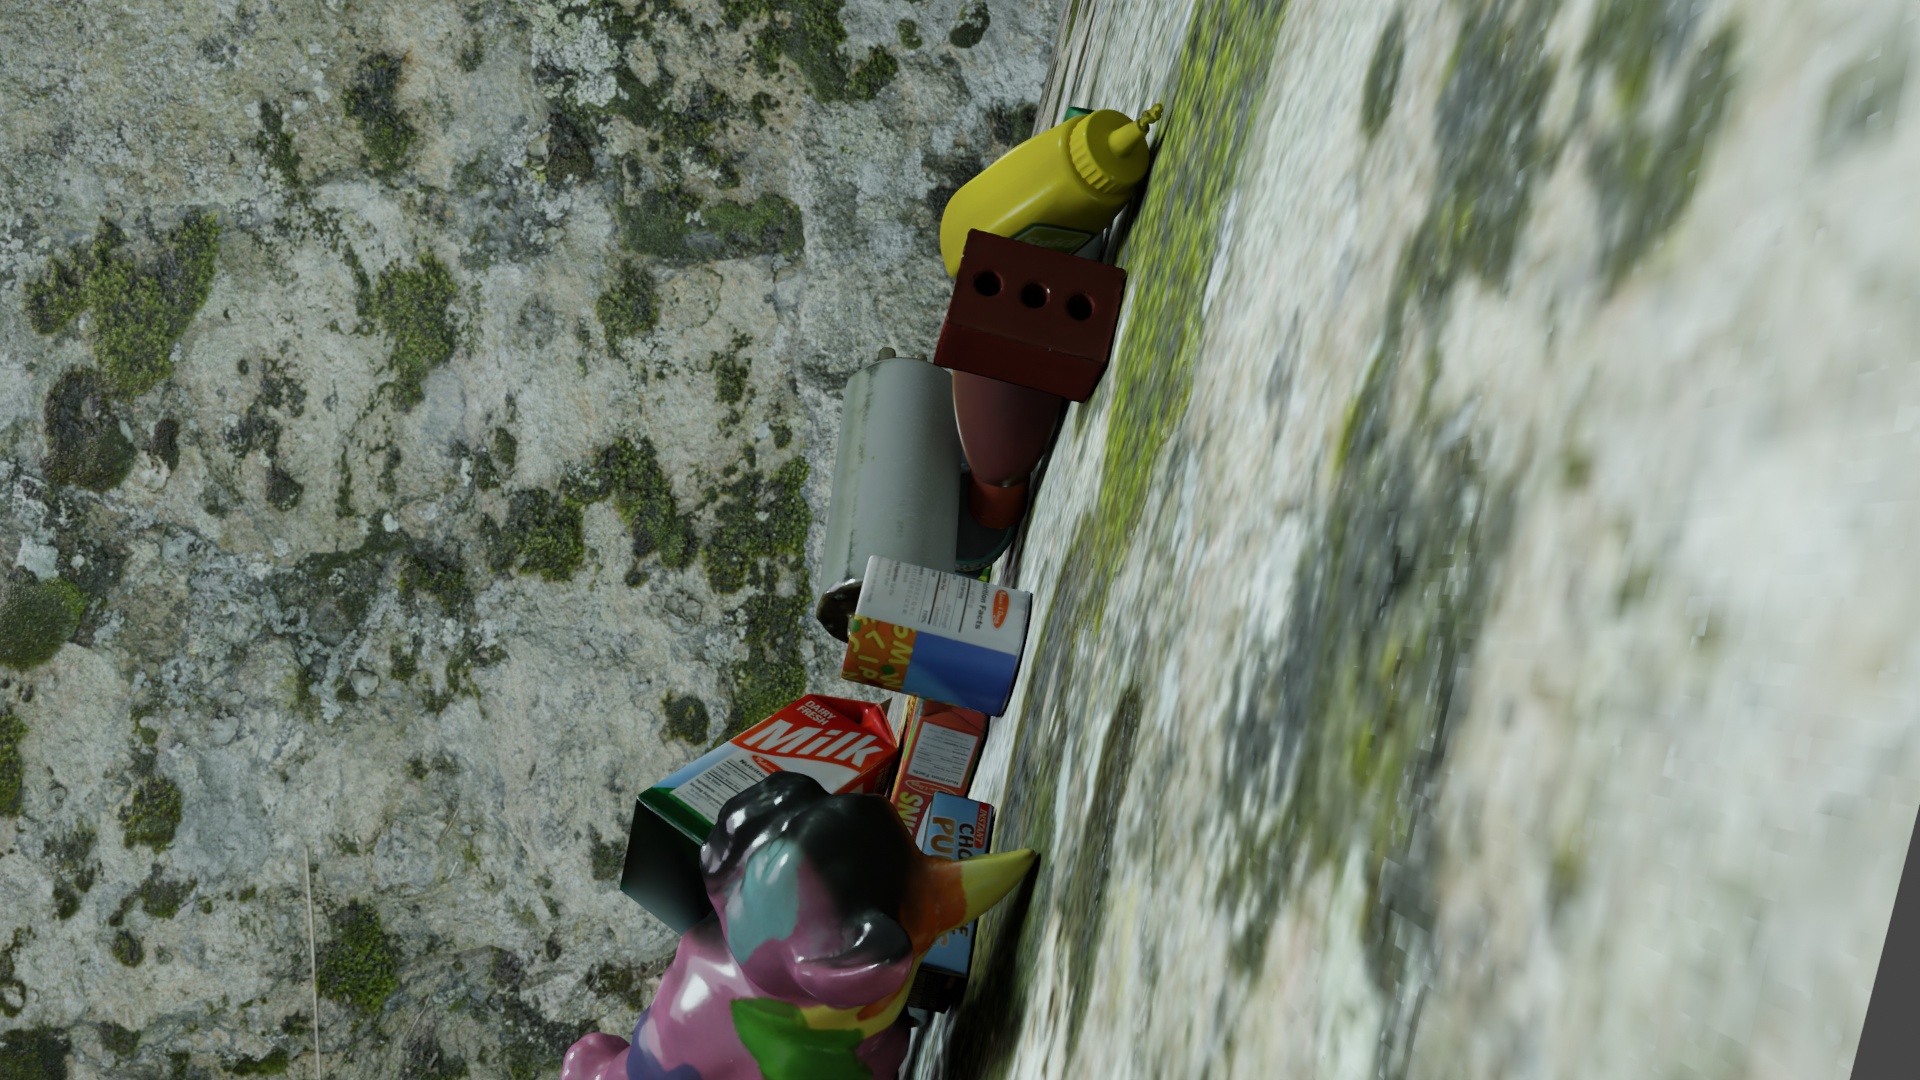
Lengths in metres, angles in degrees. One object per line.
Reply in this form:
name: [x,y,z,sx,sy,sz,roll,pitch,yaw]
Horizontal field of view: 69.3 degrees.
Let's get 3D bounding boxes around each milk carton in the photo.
milk carton: [-0.102,0.154,0.818,0.191,0.073,0.072,-28,-40,-52]

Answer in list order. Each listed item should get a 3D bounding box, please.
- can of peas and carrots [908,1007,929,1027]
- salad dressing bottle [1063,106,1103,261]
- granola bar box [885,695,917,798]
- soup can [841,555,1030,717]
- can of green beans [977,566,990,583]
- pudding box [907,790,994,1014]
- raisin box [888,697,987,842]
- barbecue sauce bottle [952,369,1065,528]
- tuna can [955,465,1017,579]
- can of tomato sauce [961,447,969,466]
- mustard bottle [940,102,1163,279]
can of peas and carrots: [-0.045,0.205,0.693,0.070,0.071,0.059,109,173,-62]
salad dressing bottle: [0.058,-0.168,0.787,0.064,0.044,0.147,-90,15,-67]
granola bar box: [-0.022,0.127,0.942,0.125,0.039,0.164,-80,5,-56]
soup can: [-0.014,0.050,0.707,0.071,0.084,0.071,-159,82,-87]
can of green beans: [-0.011,0.030,1.029,0.071,0.058,0.071,-158,82,-87]
pudding box: [-0.009,0.161,0.618,0.049,0.030,0.084,109,174,-50]
raisin box: [-0.014,0.124,0.808,0.086,0.040,0.122,-80,6,-56]
barbecue sauce bottle: [0.026,-0.069,0.790,0.147,0.065,0.044,94,-166,-47]
tuna can: [0.003,-0.011,0.884,0.032,0.071,0.071,121,163,-79]
can of tomato sauce: [0.006,-0.051,1.000,0.082,0.071,0.071,107,176,-55]
mustard bottle: [0.049,-0.175,0.694,0.159,0.065,0.049,-25,68,58]
